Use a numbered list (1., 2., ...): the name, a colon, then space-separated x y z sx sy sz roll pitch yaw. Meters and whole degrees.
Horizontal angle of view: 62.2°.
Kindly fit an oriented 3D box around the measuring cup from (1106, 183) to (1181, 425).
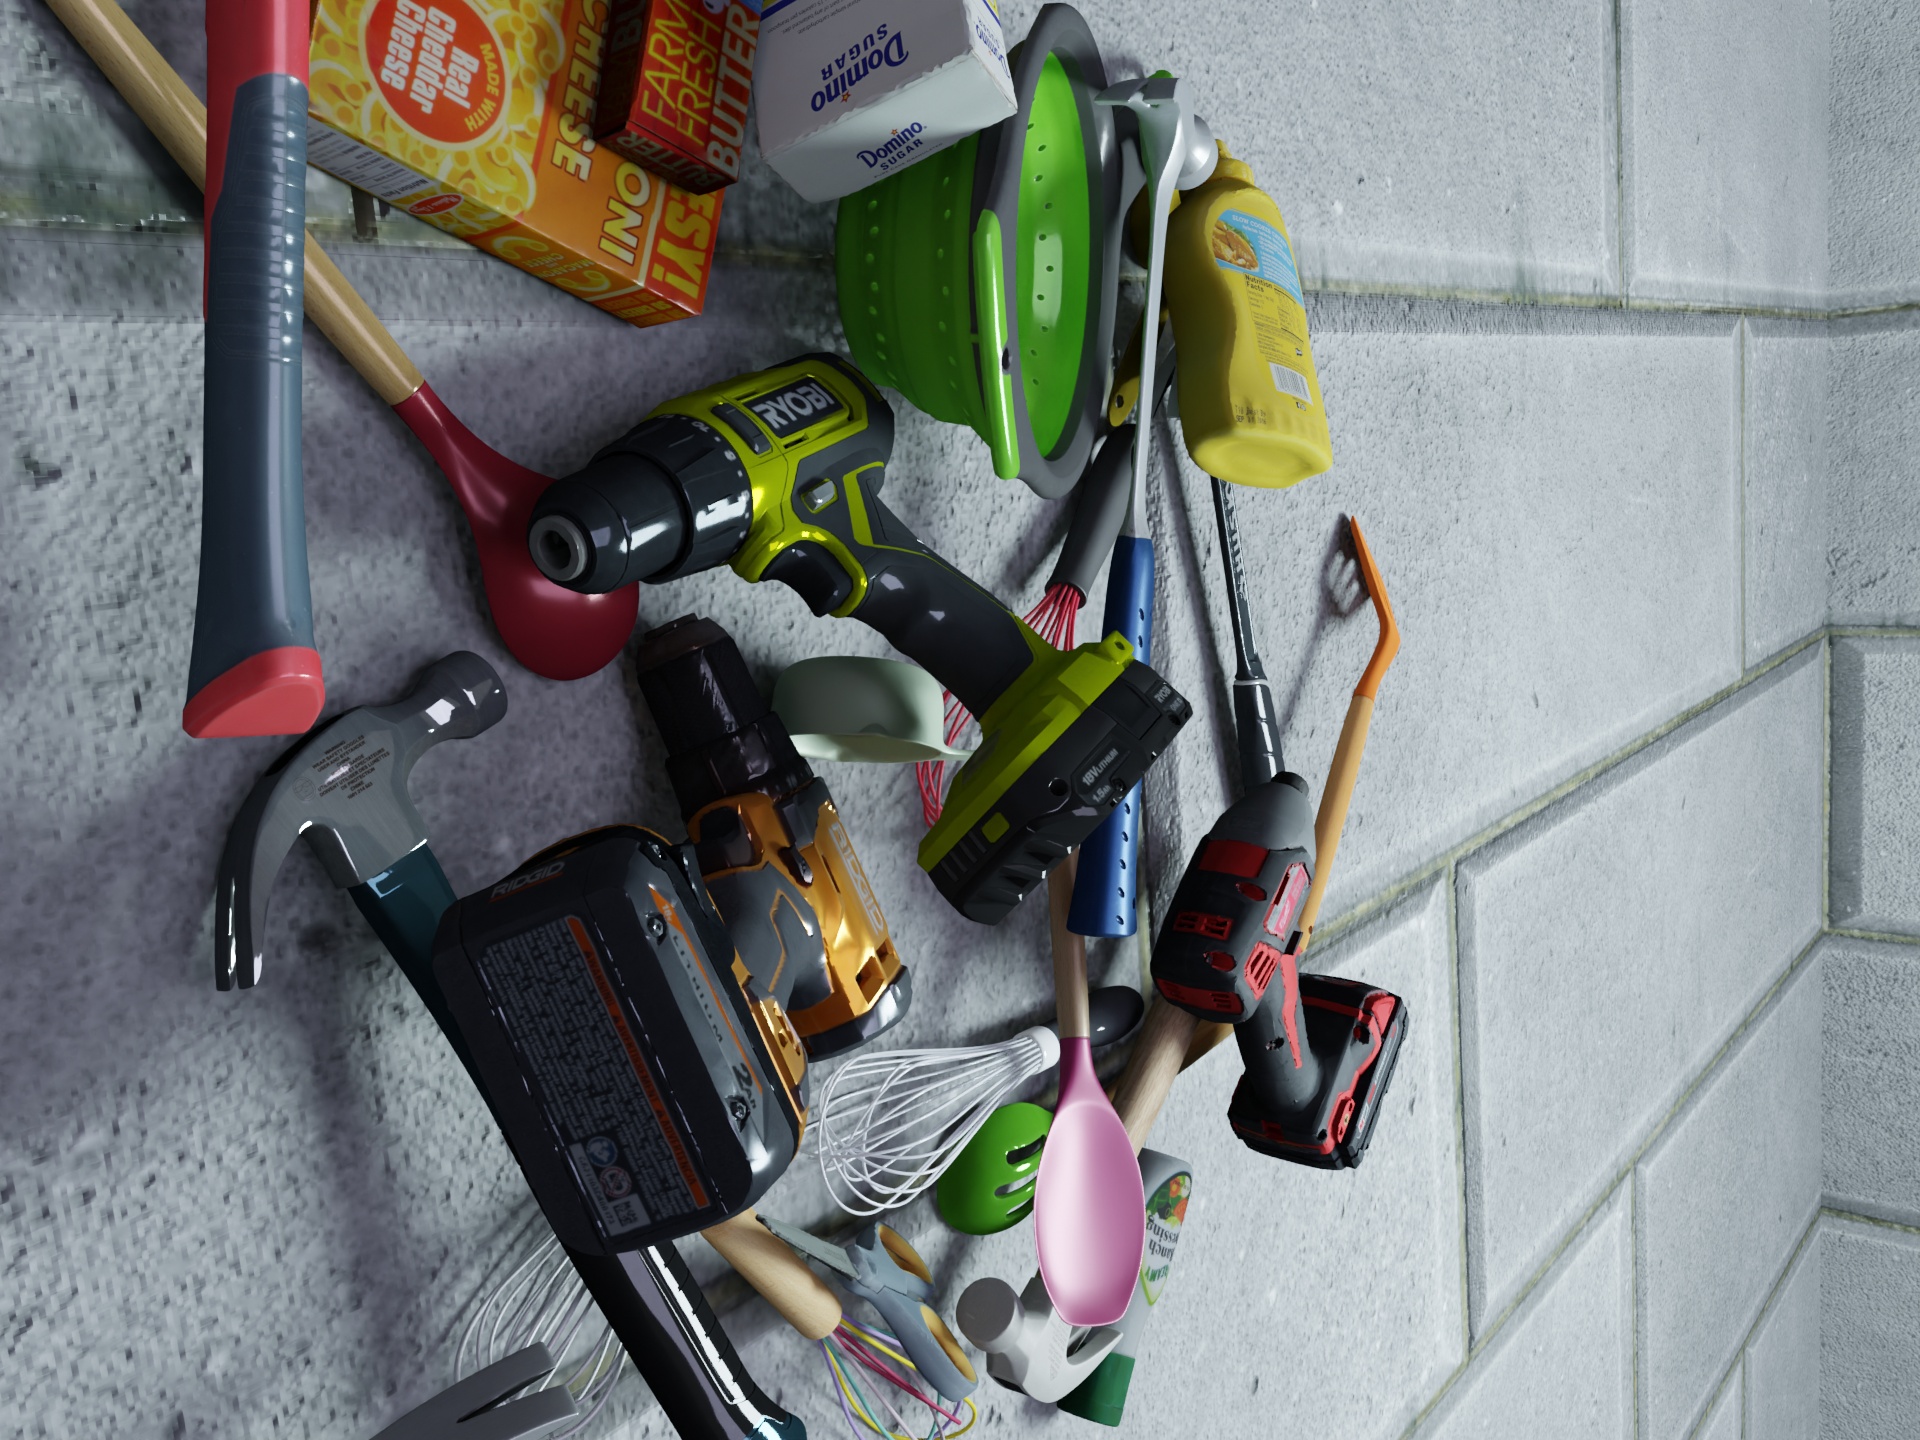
1. measuring cup: 0.102 -0.235 0.893 0.062 0.029 0.156 33 74 -46

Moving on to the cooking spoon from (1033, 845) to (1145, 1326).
1. cooking spoon: 0.056 0.134 0.799 0.068 0.017 0.319 10 68 -32

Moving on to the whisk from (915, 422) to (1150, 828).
1. whisk: 0.048 -0.051 0.815 0.073 0.073 0.296 55 47 -37

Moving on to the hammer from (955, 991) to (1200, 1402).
1. hammer: 0.098 0.204 0.860 0.331 0.031 0.129 -60 142 -30

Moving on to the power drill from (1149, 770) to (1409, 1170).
1. power drill: 0.177 0.138 0.874 0.143 0.078 0.219 -60 139 -31

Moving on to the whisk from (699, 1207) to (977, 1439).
1. whisk: -0.050 0.272 0.707 0.051 0.047 0.244 -62 141 -32

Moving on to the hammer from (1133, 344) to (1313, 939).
1. hammer: 0.175 -0.038 0.972 0.149 0.036 0.408 -42 125 -52

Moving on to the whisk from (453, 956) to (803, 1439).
1. whisk: -0.119 0.170 0.640 0.246 0.059 0.057 -61 178 -33

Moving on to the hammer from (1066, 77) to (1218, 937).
1. hammer: 0.081 -0.098 0.758 0.144 0.035 0.405 -11 105 -73

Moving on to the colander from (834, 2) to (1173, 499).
1. colander: 0.028 -0.248 0.762 0.397 0.094 0.204 -63 153 -51

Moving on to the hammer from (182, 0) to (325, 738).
1. hammer: -0.208 -0.189 0.453 0.038 0.143 0.386 -4 101 -50

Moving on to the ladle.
1. ladle: -0.202 -0.131 0.532 0.315 0.031 0.069 55 52 -34

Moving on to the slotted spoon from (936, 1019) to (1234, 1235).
1. slotted spoon: 0.096 0.210 0.912 0.313 0.031 0.070 -18 111 -50

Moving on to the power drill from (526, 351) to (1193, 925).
1. power drill: -0.036 -0.037 0.601 0.228 0.080 0.190 44 35 3

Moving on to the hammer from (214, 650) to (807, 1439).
1. hammer: -0.142 0.147 0.562 0.128 0.033 0.331 -38 107 -41

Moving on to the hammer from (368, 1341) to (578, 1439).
1. hammer: -0.133 0.354 0.613 0.146 0.035 0.334 -42 132 -10

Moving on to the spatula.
1. spatula: 0.253 0.007 1.056 0.080 0.041 0.323 51 52 -43

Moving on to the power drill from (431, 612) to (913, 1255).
1. power drill: -0.094 0.059 0.566 0.185 0.084 0.226 67 14 -5

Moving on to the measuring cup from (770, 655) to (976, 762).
1. measuring cup: -0.001 -0.002 0.701 0.167 0.083 0.038 4 80 -15

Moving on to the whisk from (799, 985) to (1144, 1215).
1. whisk: 0.020 0.173 0.797 0.284 0.070 0.070 -10 100 -55
